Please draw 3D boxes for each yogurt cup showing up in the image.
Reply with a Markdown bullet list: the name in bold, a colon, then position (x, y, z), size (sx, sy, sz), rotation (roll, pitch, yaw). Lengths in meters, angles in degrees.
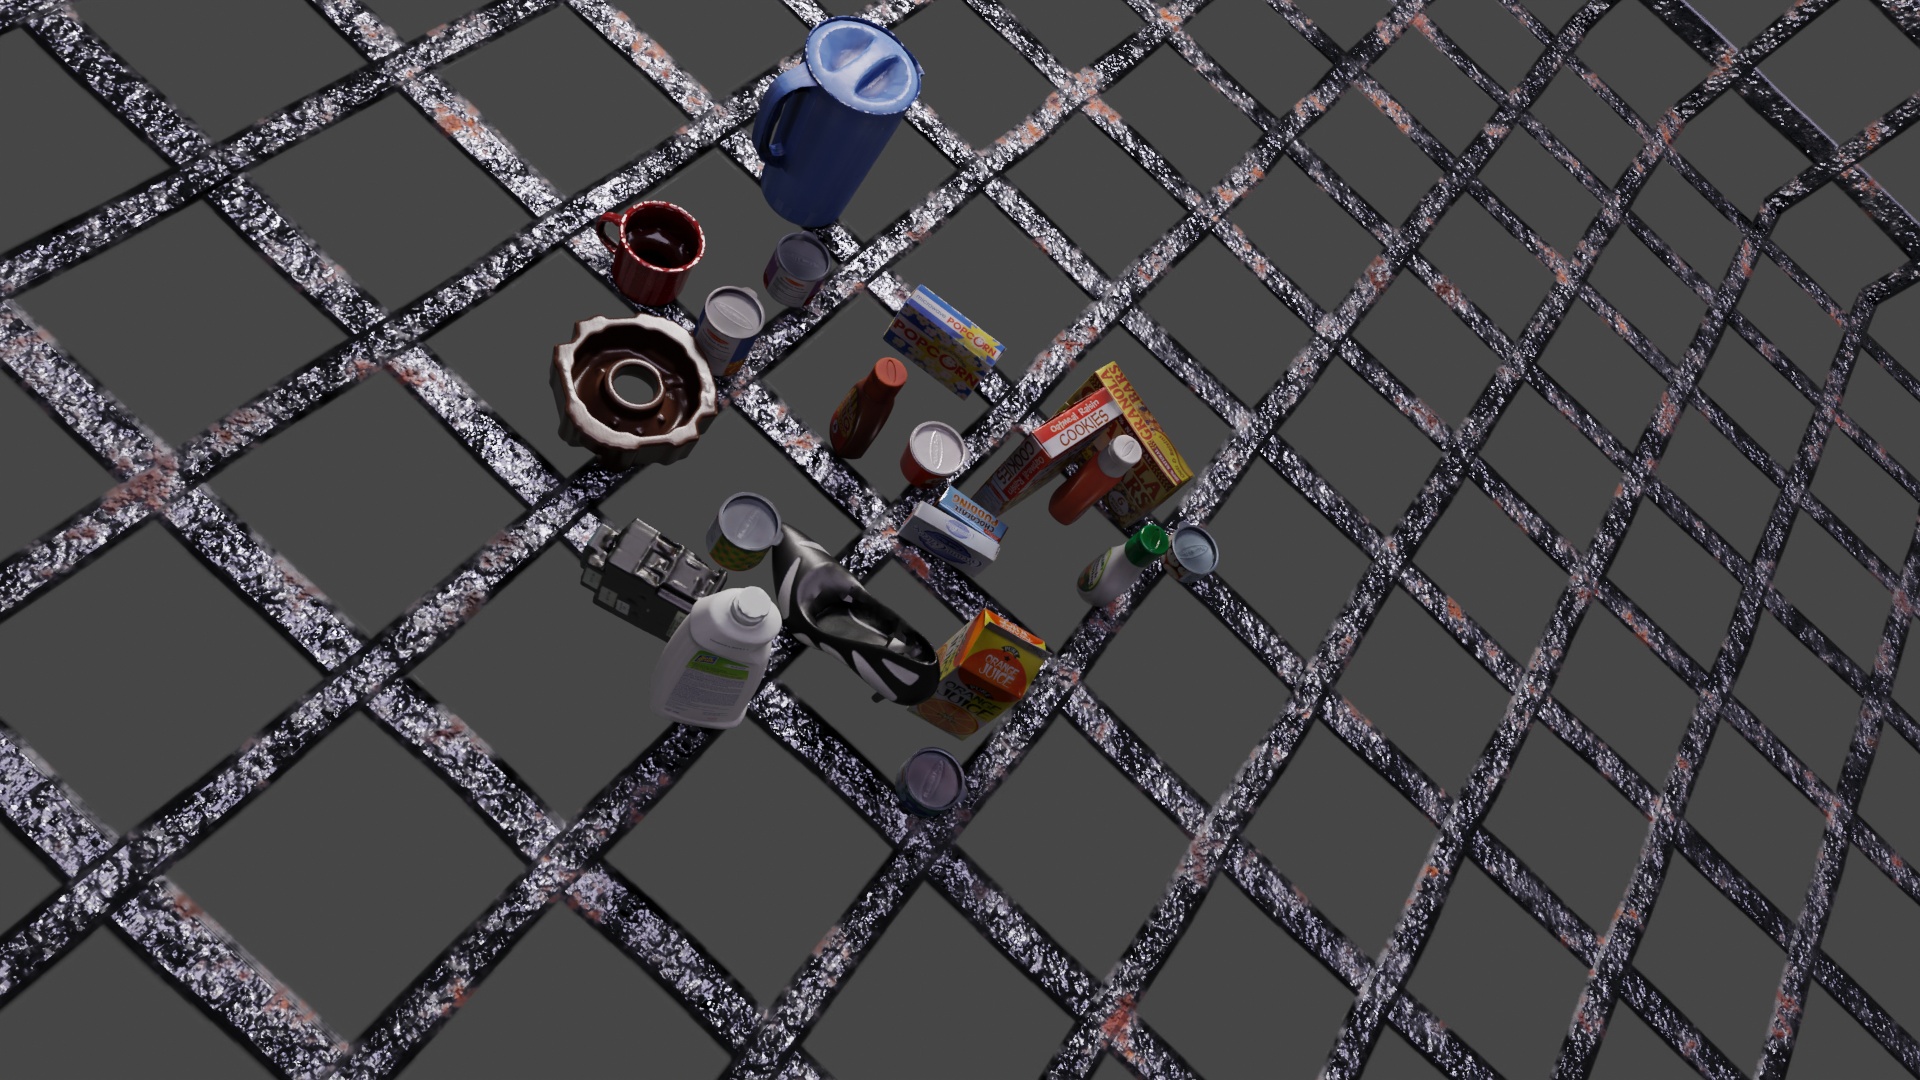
- **yogurt cup**: position (-0.034, -0.094, 1.578), size (0.072, 0.053, 0.072), rotation (11, 62, -21)

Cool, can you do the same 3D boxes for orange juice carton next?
- **orange juice carton**: position (0.021, 0.132, 1.408), size (0.072, 0.191, 0.073), rotation (30, 57, -9)

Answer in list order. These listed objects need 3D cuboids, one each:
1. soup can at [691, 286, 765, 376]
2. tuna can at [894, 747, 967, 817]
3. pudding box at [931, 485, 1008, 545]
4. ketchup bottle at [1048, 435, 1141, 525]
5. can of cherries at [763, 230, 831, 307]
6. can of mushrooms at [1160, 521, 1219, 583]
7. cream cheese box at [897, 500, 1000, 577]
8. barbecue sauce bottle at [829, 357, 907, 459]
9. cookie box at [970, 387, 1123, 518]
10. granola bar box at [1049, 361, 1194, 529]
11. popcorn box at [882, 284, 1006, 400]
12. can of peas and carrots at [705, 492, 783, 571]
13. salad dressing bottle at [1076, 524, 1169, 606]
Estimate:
- **soup can**: position (-0.256, -0.230, 1.522), size (0.071, 0.083, 0.071), rotation (11, 62, -21)
- **tuna can**: position (-0.029, 0.249, 1.422), size (0.071, 0.032, 0.071), rotation (11, 62, -20)
- **pudding box**: position (0.006, -0.020, 1.562), size (0.083, 0.049, 0.030), rotation (35, 56, -6)
- **ketchup bottle**: position (0.156, -0.072, 1.600), size (0.043, 0.148, 0.065), rotation (40, 56, -3)
- **can of cherries**: position (-0.189, -0.315, 1.611), size (0.071, 0.058, 0.072), rotation (11, 62, -21)
- **can of mushrooms**: position (0.276, 0.014, 1.683), size (0.071, 0.033, 0.071), rotation (11, 62, -20)
- **cream cheese box**: position (-0.013, -0.001, 1.542), size (0.104, 0.053, 0.024), rotation (30, 57, -9)
- **barbecue sauce bottle**: position (-0.100, -0.147, 1.516), size (0.044, 0.148, 0.065), rotation (4, 64, -24)
- **cookie box**: position (0.095, -0.097, 1.572), size (0.123, 0.166, 0.040), rotation (-34, 83, -34)
- **granola bar box**: position (0.188, -0.111, 1.649), size (0.039, 0.123, 0.165), rotation (-28, 80, -33)
- **popcorn box**: position (-0.020, -0.232, 1.634), size (0.126, 0.085, 0.038), rotation (36, 56, -5)
- **can of peas and carrots**: position (-0.224, -0.007, 1.442), size (0.071, 0.058, 0.071), rotation (11, 62, -21)
- **salad dressing bottle**: position (0.183, 0.028, 1.563), size (0.044, 0.147, 0.064), rotation (29, 57, -10)
